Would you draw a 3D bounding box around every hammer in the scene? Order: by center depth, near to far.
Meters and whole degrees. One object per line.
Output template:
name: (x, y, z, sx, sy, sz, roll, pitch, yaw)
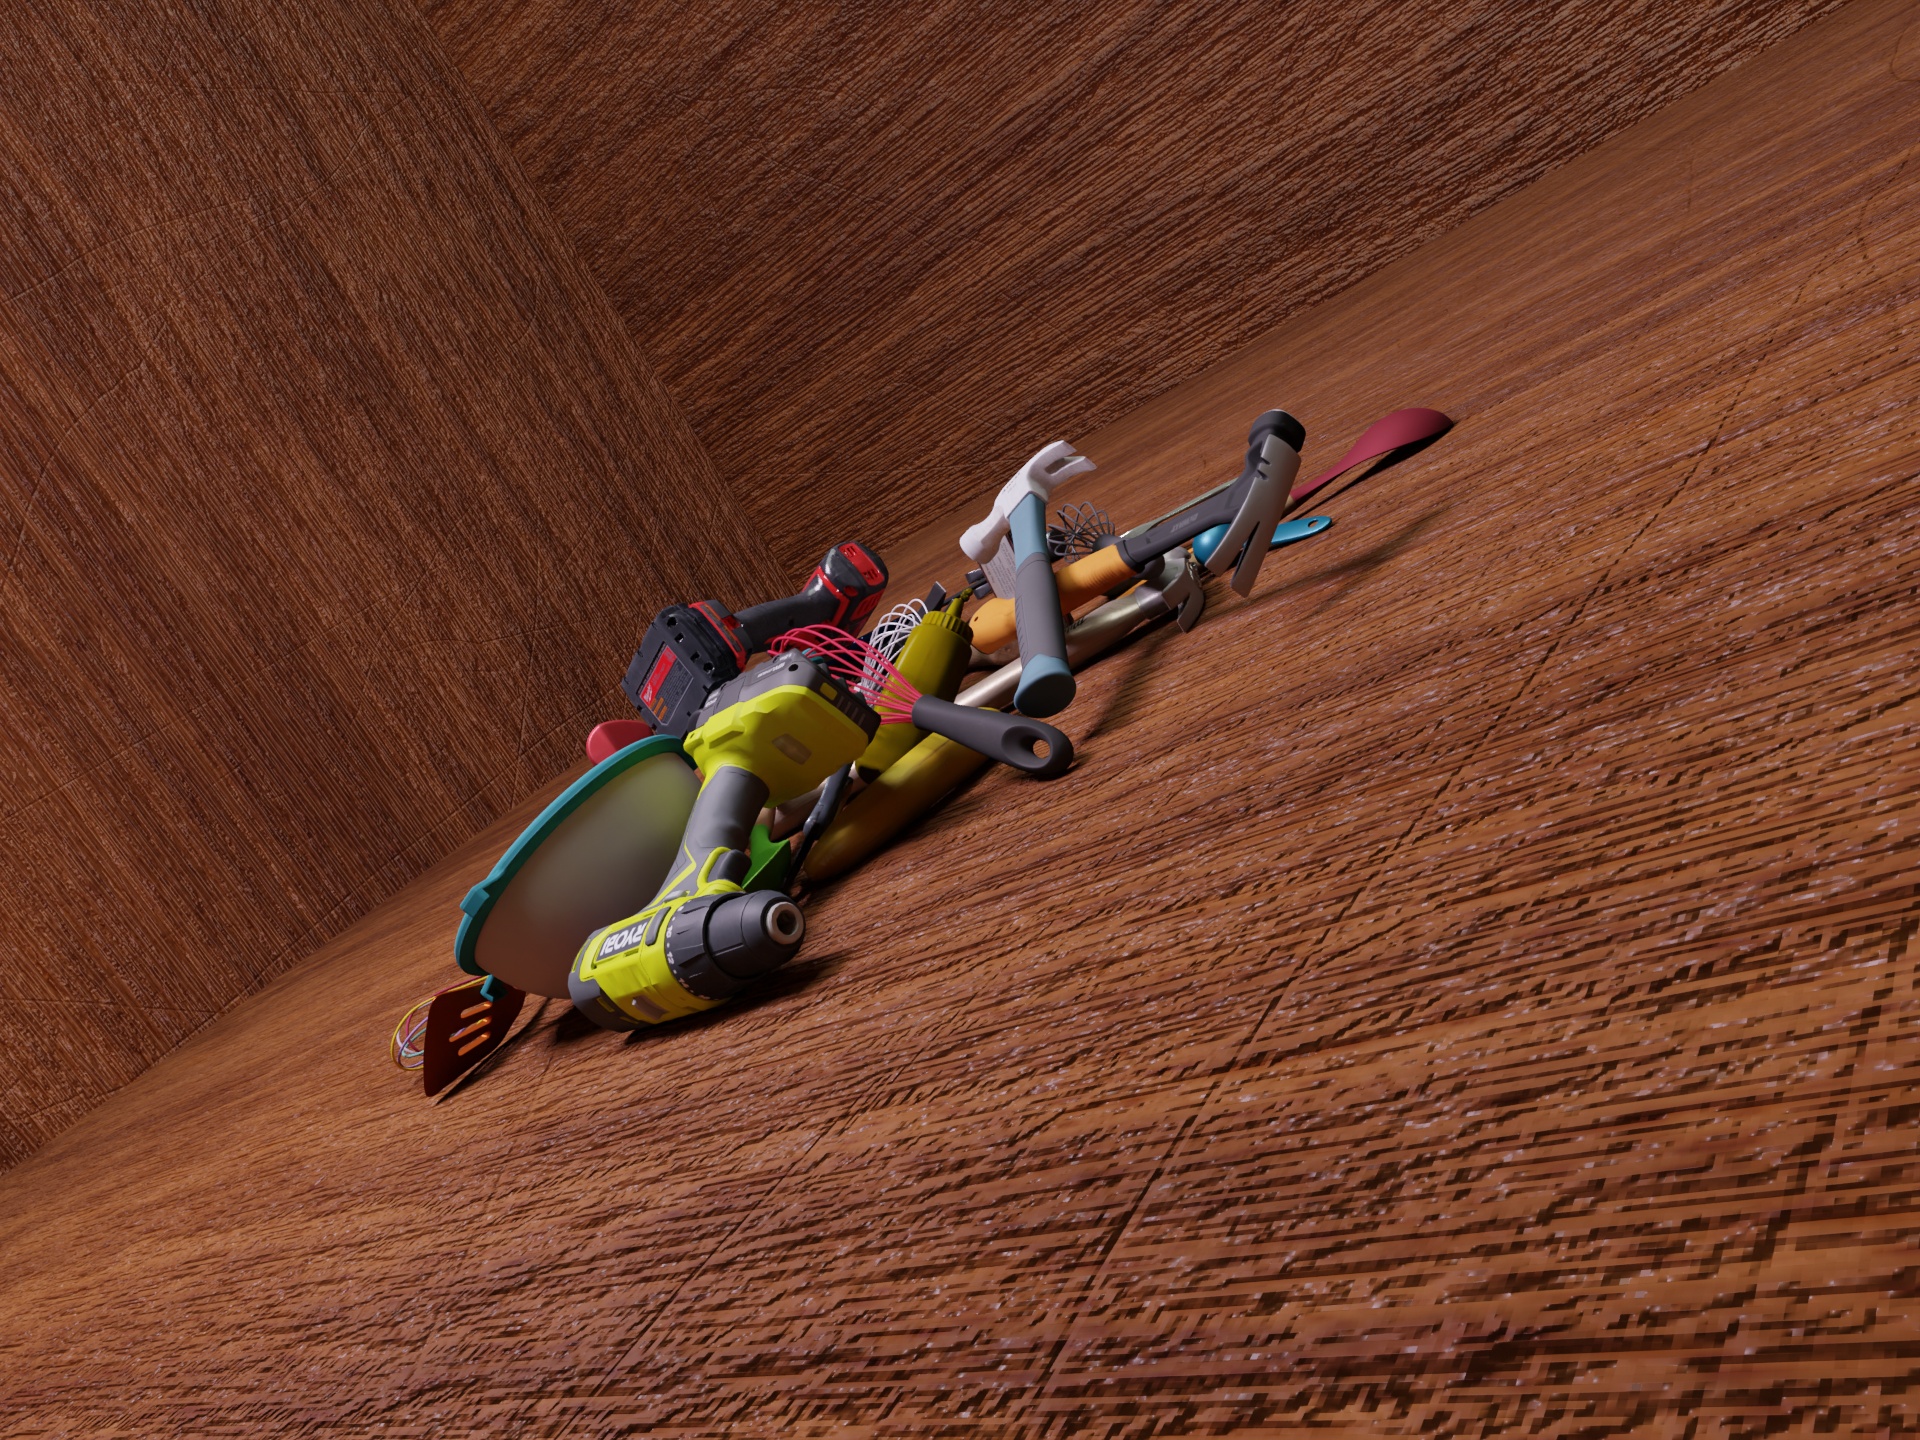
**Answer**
hammer: (0.099, -0.098, 1.086, 0.337, 0.034, 0.127, -24, 37, 56)
hammer: (0.050, -0.097, 1.099, 0.128, 0.033, 0.331, -48, 21, 24)
hammer: (-0.002, -0.004, 1.200, 0.410, 0.038, 0.146, -30, 11, 16)
hammer: (-0.253, 0.069, 1.261, 0.143, 0.038, 0.386, -34, -10, -7)
hammer: (-0.115, -0.033, 1.329, 0.146, 0.035, 0.335, -48, -11, 29)
hammer: (-0.014, -0.060, 1.524, 0.130, 0.031, 0.331, -35, 10, -16)
hammer: (-0.047, -0.112, 1.750, 0.144, 0.035, 0.405, -23, 7, 46)

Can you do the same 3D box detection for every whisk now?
whisk: (-0.036, -0.010, 1.032, 0.073, 0.073, 0.296, -38, 35, -29)
whisk: (0.113, -0.134, 1.214, 0.055, 0.055, 0.239, -33, 17, -3)
whisk: (-0.361, 0.203, 1.292, 0.051, 0.047, 0.245, -25, 9, 44)
whisk: (-0.073, -0.016, 1.307, 0.070, 0.070, 0.284, -38, -5, -31)

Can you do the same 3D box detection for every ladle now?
ladle: (0.235, -0.155, 1.231, 0.315, 0.031, 0.069, -33, 11, 7)

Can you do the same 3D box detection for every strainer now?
strainer: (-0.191, 0.079, 1.110, 0.340, 0.095, 0.211, -43, -12, -27)

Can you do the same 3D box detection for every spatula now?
spatula: (-0.339, 0.179, 1.243, 0.041, 0.081, 0.323, 9, 19, 0)

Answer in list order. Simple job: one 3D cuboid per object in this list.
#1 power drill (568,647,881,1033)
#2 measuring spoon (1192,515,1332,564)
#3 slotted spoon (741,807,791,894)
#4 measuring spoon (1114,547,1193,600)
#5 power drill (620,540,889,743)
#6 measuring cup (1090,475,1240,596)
power drill: (-0.130, 0.072, 0.952, 0.190, 0.080, 0.229, -24, 36, 45)
measuring spoon: (0.218, -0.142, 1.173, 0.129, 0.021, 0.042, -5, 44, 52)
slotted spoon: (-0.144, 0.073, 1.173, 0.070, 0.031, 0.314, -48, 15, 11)
measuring spoon: (0.168, -0.120, 1.319, 0.117, 0.011, 0.021, -34, 9, 14)
power drill: (-0.164, -0.063, 1.318, 0.219, 0.078, 0.143, -30, -16, -43)
measuring cup: (0.183, -0.160, 1.382, 0.167, 0.038, 0.083, -29, 10, 11)
